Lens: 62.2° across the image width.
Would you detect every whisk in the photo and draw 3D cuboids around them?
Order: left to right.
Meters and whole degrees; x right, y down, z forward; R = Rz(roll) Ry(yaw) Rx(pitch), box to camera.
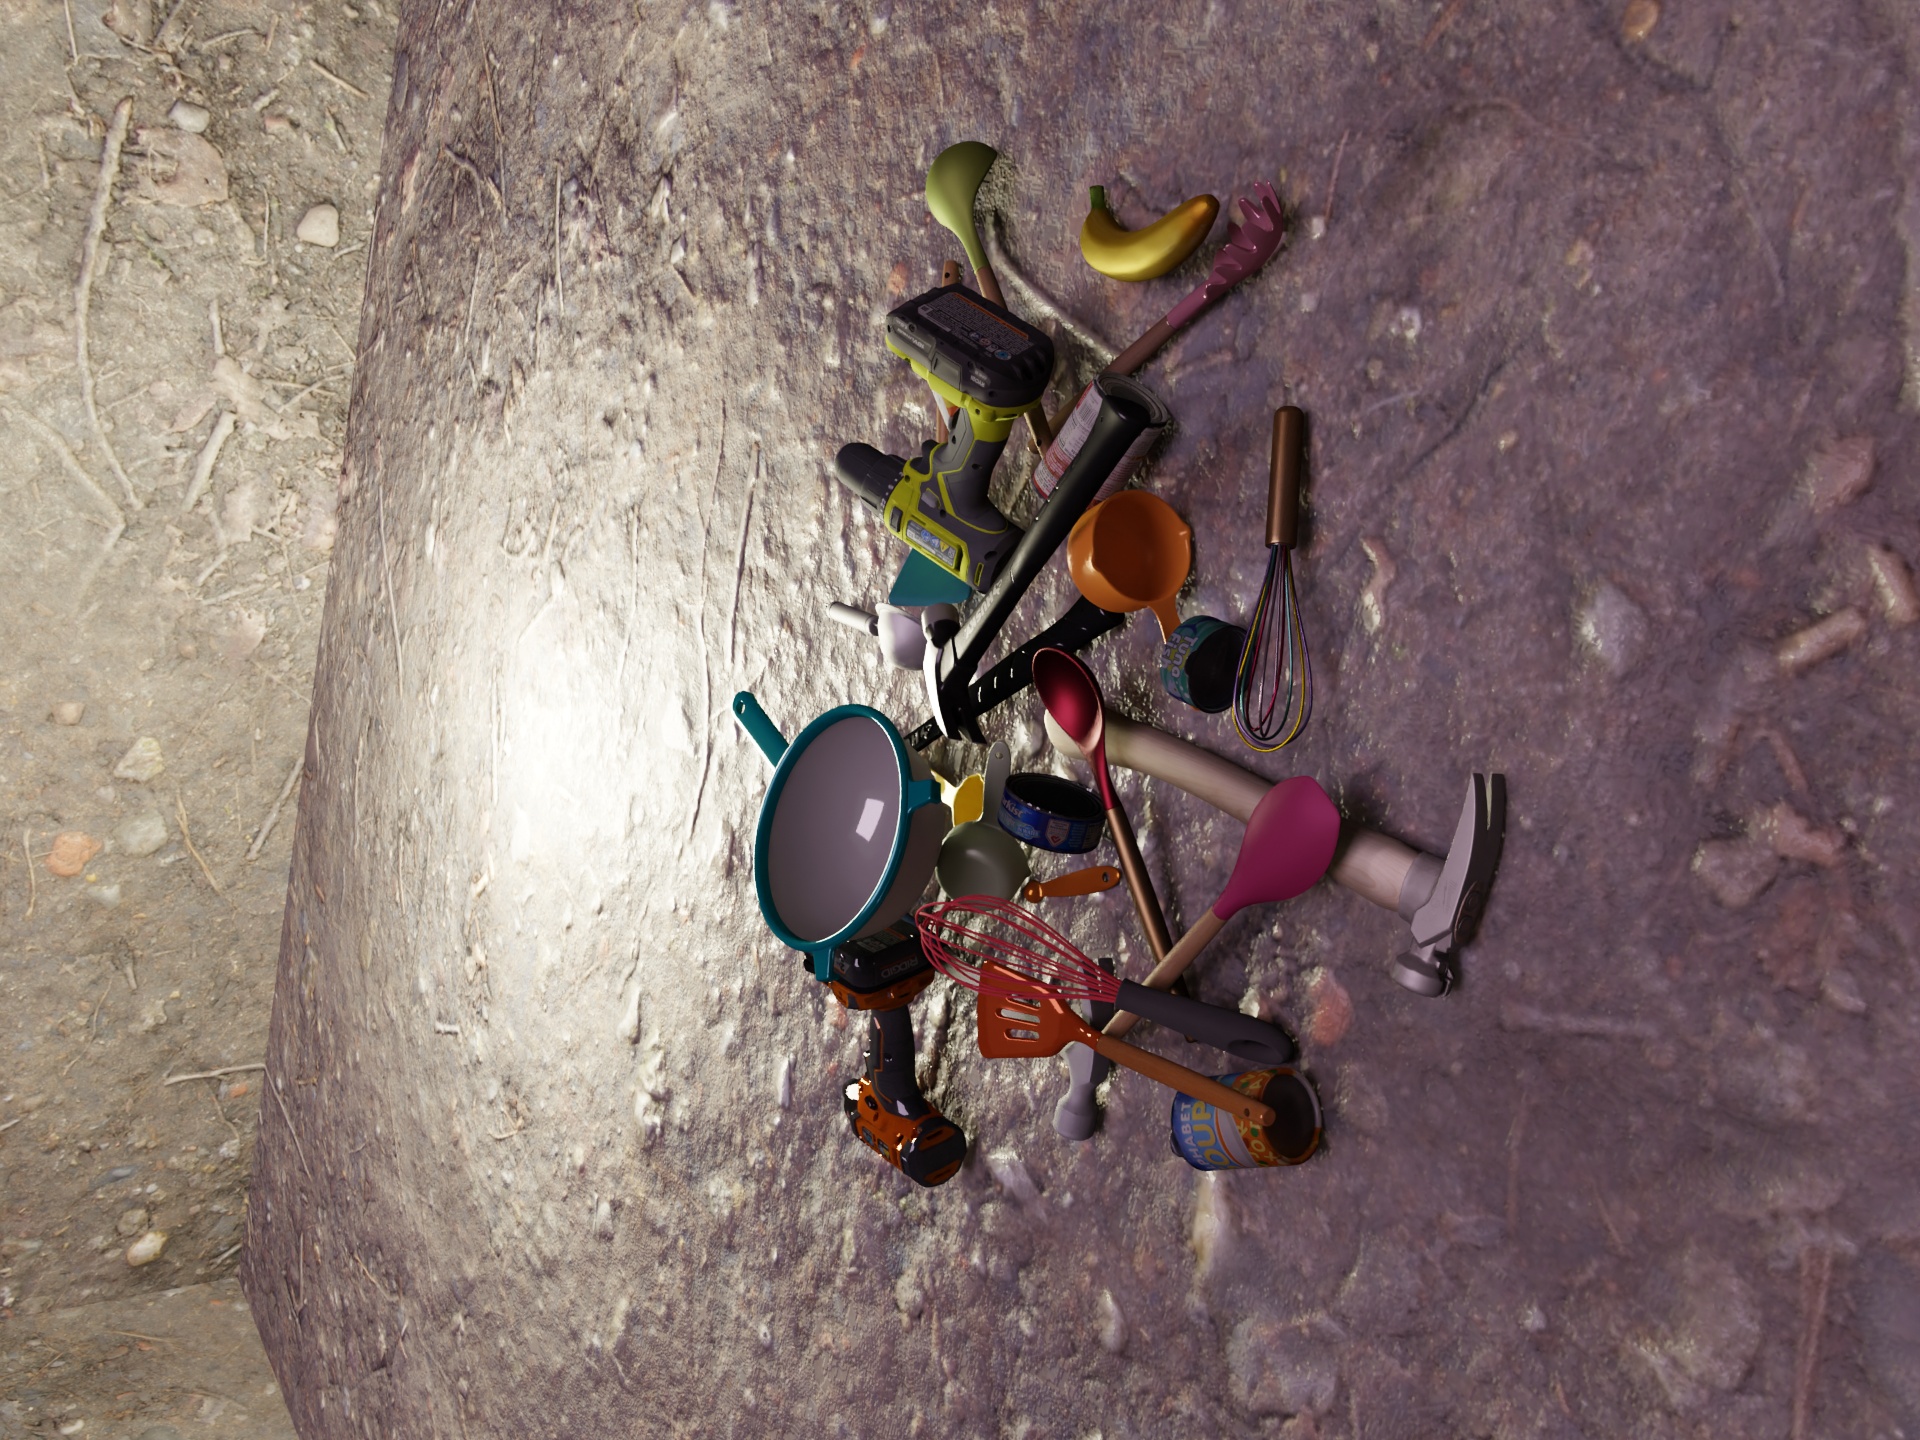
[{"bbox_3d":[0.098,0.192,1.158,0.296,0.073,0.073,17,104,19],"label":"whisk"},{"bbox_3d":[0.216,-0.099,1.102,0.047,0.051,0.245,167,110,-64],"label":"whisk"}]

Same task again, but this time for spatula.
[{"bbox_3d":[-0.016,-0.257,1.421,0.082,0.044,0.317,0,86,28],"label":"spatula"},{"bbox_3d":[0.112,0.246,1.167,0.323,0.041,0.081,9,97,59],"label":"spatula"}]

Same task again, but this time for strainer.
[{"bbox_3d":[-0.108,0.068,1.397,0.211,0.095,0.341,-61,38,14],"label":"strainer"},{"bbox_3d":[-0.076,-0.084,1.479,0.050,0.086,0.259,-51,28,-8],"label":"strainer"}]

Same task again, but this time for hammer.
[{"bbox_3d":[-0.006,0.209,1.399,0.406,0.035,0.144,25,109,50],"label":"hammer"},{"bbox_3d":[-0.002,-0.004,1.386,0.409,0.036,0.149,-35,48,43],"label":"hammer"},{"bbox_3d":[0.052,-0.118,1.207,0.334,0.035,0.146,126,146,-46],"label":"hammer"},{"bbox_3d":[0.201,0.043,1.138,0.411,0.038,0.146,28,110,49],"label":"hammer"}]

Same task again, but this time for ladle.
[{"bbox_3d":[0.037,-0.358,1.350,0.078,0.062,0.320,-37,63,44],"label":"ladle"},{"bbox_3d":[0.124,0.091,1.200,0.069,0.031,0.315,-28,79,59],"label":"ladle"}]

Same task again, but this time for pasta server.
[{"bbox_3d":[0.141,-0.296,1.225,0.316,0.040,0.060,-36,27,48],"label":"pasta server"}]

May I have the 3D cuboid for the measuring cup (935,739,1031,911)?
[{"bbox_3d":[0.020,0.090,1.313,0.083,0.038,0.167,18,128,14],"label":"measuring cup"}]

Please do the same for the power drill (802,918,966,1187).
[{"bbox_3d":[-0.074,0.284,1.413,0.164,0.084,0.226,16,120,56],"label":"power drill"}]

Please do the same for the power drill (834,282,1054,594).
[{"bbox_3d":[-0.019,-0.235,1.308,0.191,0.080,0.228,36,140,20],"label":"power drill"}]

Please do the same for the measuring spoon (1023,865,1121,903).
[{"bbox_3d":[0.089,0.134,1.298,0.117,0.011,0.021,-19,74,50],"label":"measuring spoon"}]

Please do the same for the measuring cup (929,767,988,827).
[{"bbox_3d":[-0.001,0.066,1.414,0.157,0.029,0.062,28,104,62],"label":"measuring cup"}]

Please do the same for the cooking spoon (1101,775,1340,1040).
[{"bbox_3d":[0.173,0.151,1.132,0.069,0.017,0.318,58,137,28],"label":"cooking spoon"}]

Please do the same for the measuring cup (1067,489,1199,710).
[{"bbox_3d":[0.138,-0.086,1.202,0.052,0.095,0.173,-15,97,62],"label":"measuring cup"}]
